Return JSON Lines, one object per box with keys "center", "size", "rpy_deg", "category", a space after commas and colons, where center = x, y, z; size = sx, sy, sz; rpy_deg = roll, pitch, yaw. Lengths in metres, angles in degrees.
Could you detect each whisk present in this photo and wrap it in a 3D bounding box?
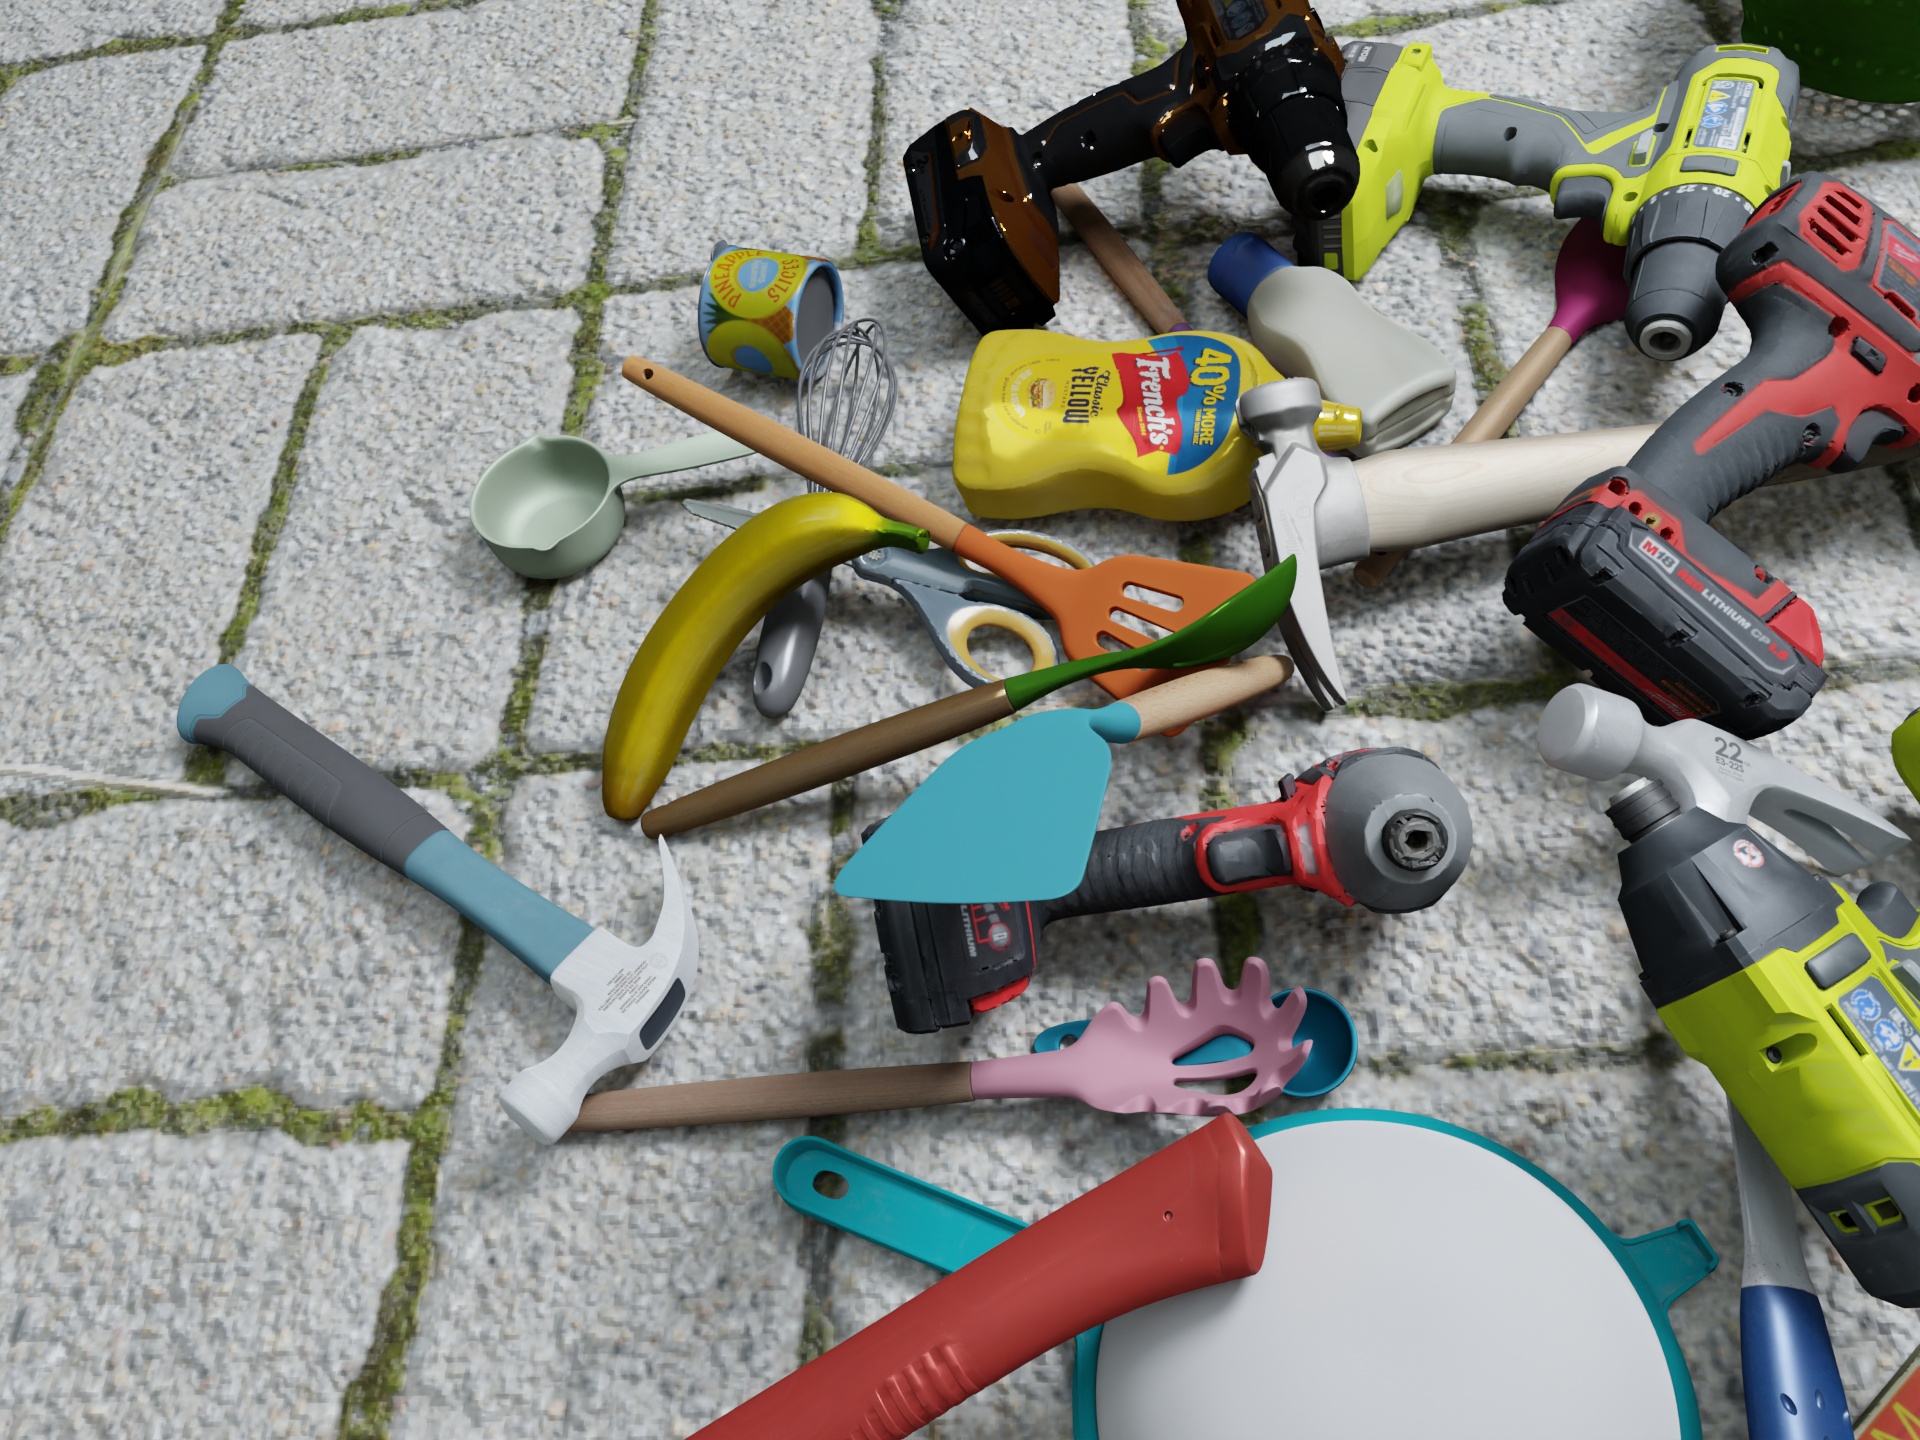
{"center": [-0.072, -0.107, 0.799], "size": [0.055, 0.055, 0.239], "rpy_deg": [4, 62, 13], "category": "whisk"}

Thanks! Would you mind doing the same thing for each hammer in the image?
{"center": [0.268, 0.175, 0.512], "size": [0.144, 0.035, 0.406], "rpy_deg": [17, 56, -11], "category": "hammer"}
{"center": [-0.251, 0.056, 0.723], "size": [0.331, 0.033, 0.128], "rpy_deg": [28, 57, 27], "category": "hammer"}
{"center": [0.336, -0.110, 0.714], "size": [0.410, 0.038, 0.146], "rpy_deg": [-10, 85, -3], "category": "hammer"}
{"center": [-0.059, 0.228, 0.526], "size": [0.359, 0.036, 0.149], "rpy_deg": [-34, 57, 7], "category": "hammer"}

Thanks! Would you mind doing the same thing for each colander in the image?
{"center": [0.549, -0.422, 0.878], "size": [0.397, 0.094, 0.205], "rpy_deg": [-26, 54, -29], "category": "colander"}

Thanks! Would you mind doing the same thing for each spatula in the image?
{"center": [0.103, -0.223, 0.858], "size": [0.060, 0.018, 0.316], "rpy_deg": [-27, 57, -2], "category": "spatula"}
{"center": [0.070, 0.008, 0.591], "size": [0.082, 0.317, 0.044], "rpy_deg": [-3, 97, 30], "category": "spatula"}
{"center": [-0.022, -0.098, 0.736], "size": [0.322, 0.041, 0.081], "rpy_deg": [28, 89, 9], "category": "spatula"}

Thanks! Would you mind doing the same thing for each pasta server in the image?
{"center": [-0.023, 0.139, 0.621], "size": [0.316, 0.040, 0.060], "rpy_deg": [-7, 50, 11], "category": "pasta server"}

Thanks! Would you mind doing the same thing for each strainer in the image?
{"center": [0.080, 0.199, 0.538], "size": [0.340, 0.095, 0.211], "rpy_deg": [16, 62, 18], "category": "strainer"}

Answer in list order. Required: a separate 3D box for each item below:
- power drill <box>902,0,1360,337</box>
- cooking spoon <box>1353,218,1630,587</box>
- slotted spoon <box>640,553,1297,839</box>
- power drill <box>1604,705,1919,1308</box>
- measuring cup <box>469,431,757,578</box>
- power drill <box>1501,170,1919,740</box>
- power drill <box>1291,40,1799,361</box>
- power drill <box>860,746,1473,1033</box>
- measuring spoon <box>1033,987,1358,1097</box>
{"center": [0.090, -0.285, 0.819], "size": [0.226, 0.084, 0.186], "rpy_deg": [-26, 53, 21], "category": "power drill"}
{"center": [0.286, -0.175, 0.793], "size": [0.069, 0.017, 0.319], "rpy_deg": [31, 66, 26], "category": "cooking spoon"}
{"center": [-0.001, -0.002, 0.688], "size": [0.314, 0.070, 0.031], "rpy_deg": [-20, 92, 15], "category": "slotted spoon"}
{"center": [0.329, 0.064, 0.536], "size": [0.223, 0.080, 0.171], "rpy_deg": [-22, 72, -27], "category": "power drill"}
{"center": [-0.169, -0.120, 0.829], "size": [0.167, 0.038, 0.083], "rpy_deg": [-15, 56, -2], "category": "measuring cup"}
{"center": [0.359, -0.094, 0.658], "size": [0.188, 0.080, 0.227], "rpy_deg": [39, 80, 2], "category": "power drill"}
{"center": [0.290, -0.267, 0.805], "size": [0.228, 0.080, 0.191], "rpy_deg": [14, 61, 24], "category": "power drill"}
{"center": [0.080, 0.056, 0.605], "size": [0.219, 0.143, 0.078], "rpy_deg": [-11, 89, 5], "category": "power drill"}
{"center": [0.093, 0.130, 0.632], "size": [0.128, 0.021, 0.042], "rpy_deg": [-4, 67, 18], "category": "measuring spoon"}
